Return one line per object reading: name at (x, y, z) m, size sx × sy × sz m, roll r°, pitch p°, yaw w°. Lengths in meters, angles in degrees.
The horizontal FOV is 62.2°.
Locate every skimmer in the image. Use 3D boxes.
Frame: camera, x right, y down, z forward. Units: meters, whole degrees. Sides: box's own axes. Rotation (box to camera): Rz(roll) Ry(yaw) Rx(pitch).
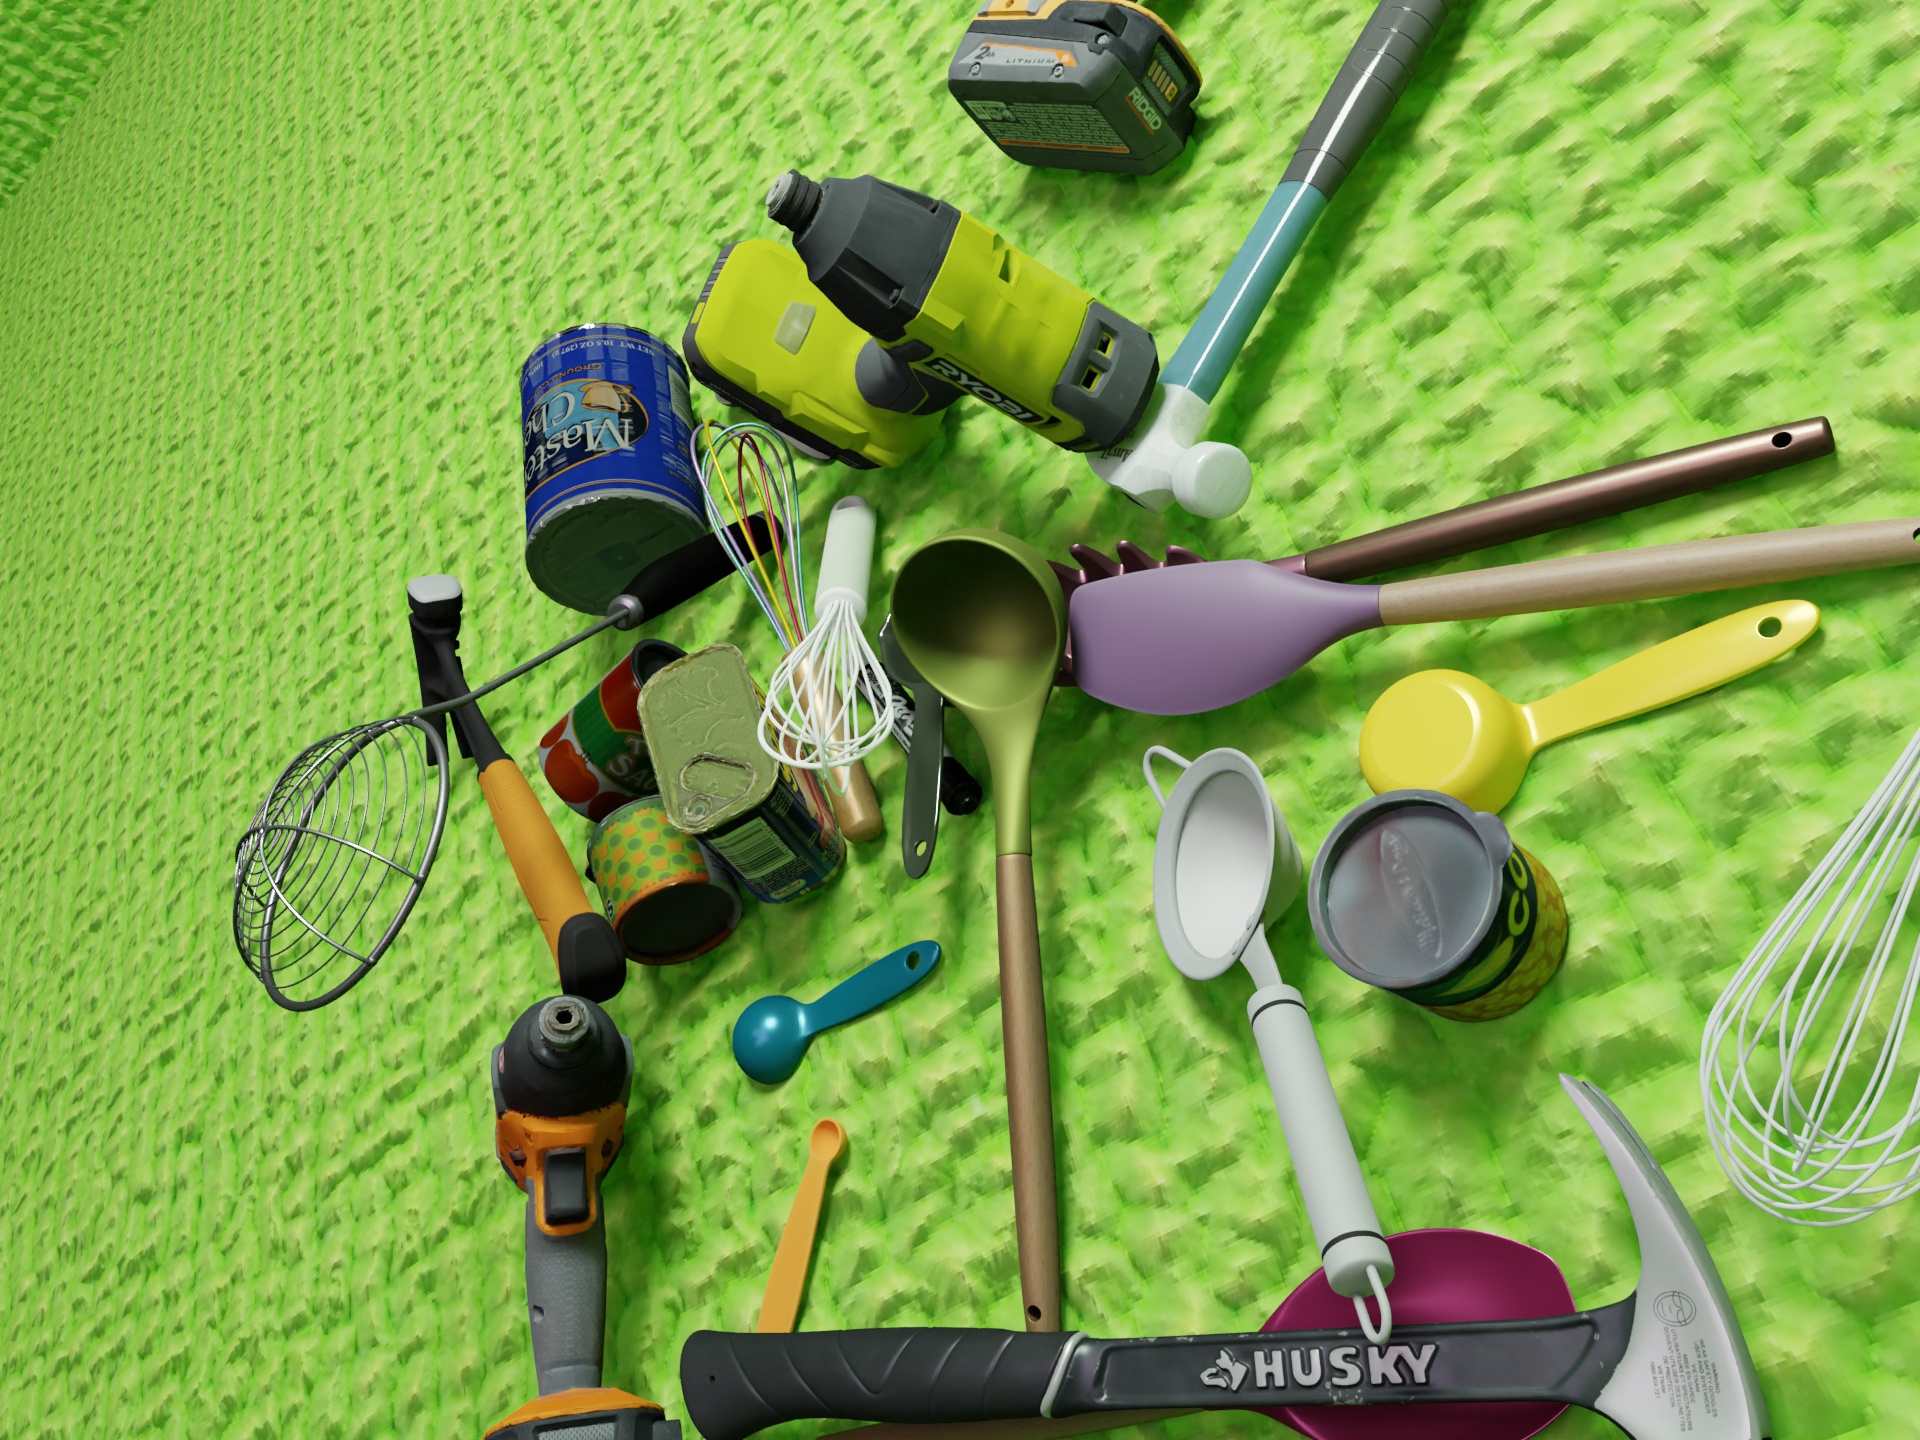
skimmer at (-0.188, -0.001, 0.756) m, size 0.127 × 0.090 × 0.363 m, roll -13°, pitch 18°, yaw 39°

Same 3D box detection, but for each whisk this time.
whisk at (0.282, 0.007, 0.448) m, size 0.070 × 0.070 × 0.284 m, roll 19°, pitch 80°, yaw 46°
whisk at (-0.055, -0.046, 0.734) m, size 0.058 × 0.059 × 0.247 m, roll -11°, pitch 31°, yaw 7°
whisk at (-0.083, -0.051, 0.794) m, size 0.051 × 0.047 × 0.245 m, roll -16°, pitch 68°, yaw -14°

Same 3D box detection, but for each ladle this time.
ladle at (0.016, 0.079, 0.624) m, size 0.078 × 0.062 × 0.320 m, roll -12°, pitch 73°, yaw 33°

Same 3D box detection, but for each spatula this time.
spatula at (0.177, -0.042, 0.569) m, size 0.316 × 0.018 × 0.060 m, roll -6°, pitch 85°, yaw 33°

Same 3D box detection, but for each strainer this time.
strainer at (0.106, 0.094, 0.536) m, size 0.259 × 0.050 × 0.086 m, roll -97°, pitch 25°, yaw -54°

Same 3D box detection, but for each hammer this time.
hammer at (-0.245, 0.046, 0.860) m, size 0.337 × 0.034 × 0.127 m, roll 46°, pitch 141°, yaw 48°
hammer at (0.154, -0.236, 0.679) m, size 0.331 × 0.033 × 0.128 m, roll -59°, pitch 29°, yaw -2°
hammer at (0.052, 0.218, 0.543) m, size 0.409 × 0.036 × 0.149 m, roll -17°, pitch 62°, yaw 34°

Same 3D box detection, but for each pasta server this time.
pasta server at (0.156, -0.065, 0.608) m, size 0.316 × 0.040 × 0.060 m, roll -13°, pitch 77°, yaw 37°

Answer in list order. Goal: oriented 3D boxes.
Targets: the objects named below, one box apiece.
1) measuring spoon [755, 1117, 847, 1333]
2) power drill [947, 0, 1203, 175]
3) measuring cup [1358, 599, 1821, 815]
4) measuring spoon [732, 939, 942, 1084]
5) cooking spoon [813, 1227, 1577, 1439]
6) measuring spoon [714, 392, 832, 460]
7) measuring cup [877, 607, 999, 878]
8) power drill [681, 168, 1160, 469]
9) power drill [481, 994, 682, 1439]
measuring spoon at (-0.069, 0.232, 0.695) m, size 0.021 × 0.011 × 0.117 m, roll 8°, pitch 80°, yaw 44°
power drill at (0.113, -0.382, 0.771) m, size 0.185 × 0.084 × 0.226 m, roll 25°, pitch 84°, yaw 44°
measuring cup at (0.206, -0.009, 0.539) m, size 0.156 × 0.029 × 0.062 m, roll -27°, pitch 55°, yaw 33°
measuring spoon at (-0.061, 0.128, 0.725) m, size 0.128 × 0.021 × 0.042 m, roll -33°, pitch 52°, yaw 29°
cooking spoon at (0.064, 0.239, 0.561) m, size 0.319 × 0.017 × 0.069 m, roll -26°, pitch 59°, yaw 31°
measuring spoon at (-0.102, -0.177, 0.917) m, size 0.124 × 0.018 × 0.034 m, roll 42°, pitch 100°, yaw 38°
measuring cup at (-0.001, -0.002, 0.712) m, size 0.083 × 0.038 × 0.168 m, roll -19°, pitch 54°, yaw 39°
power drill at (-0.036, -0.177, 0.714) m, size 0.223 × 0.171 × 0.080 m, roll 11°, pitch 77°, yaw 64°
power drill at (-0.170, 0.236, 0.689) m, size 0.164 × 0.084 × 0.227 m, roll 111°, pitch 153°, yaw -53°
